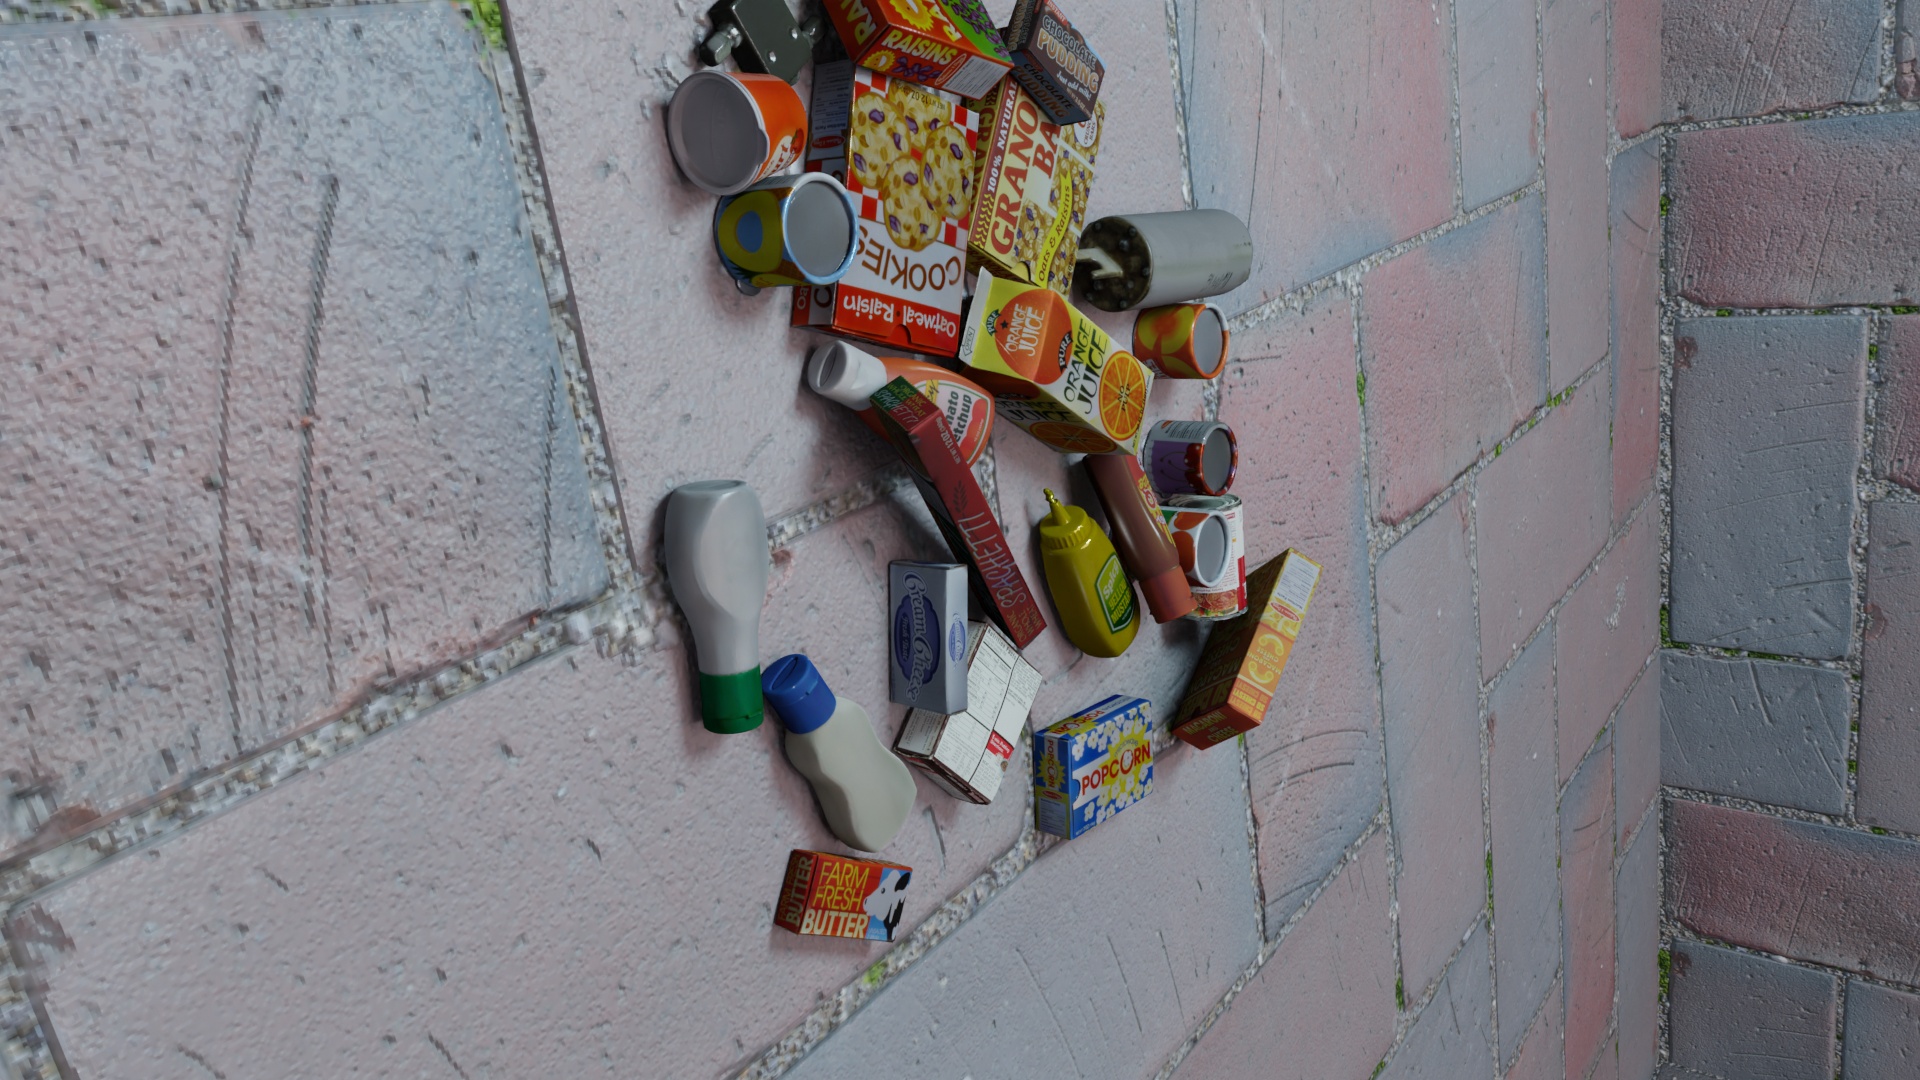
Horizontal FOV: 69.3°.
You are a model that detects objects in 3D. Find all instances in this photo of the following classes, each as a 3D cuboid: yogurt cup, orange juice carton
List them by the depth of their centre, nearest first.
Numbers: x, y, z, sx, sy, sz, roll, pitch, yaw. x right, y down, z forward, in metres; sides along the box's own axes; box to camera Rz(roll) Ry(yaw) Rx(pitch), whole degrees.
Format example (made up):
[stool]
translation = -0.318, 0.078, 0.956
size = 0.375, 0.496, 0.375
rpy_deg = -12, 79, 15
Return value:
[yogurt cup]
translation = -0.124, -0.235, 0.791
size = 0.054, 0.072, 0.072
rpy_deg = -36, 121, -52
[orange juice carton]
translation = 0.061, -0.128, 1.022
size = 0.192, 0.073, 0.072
rpy_deg = 28, 72, -50

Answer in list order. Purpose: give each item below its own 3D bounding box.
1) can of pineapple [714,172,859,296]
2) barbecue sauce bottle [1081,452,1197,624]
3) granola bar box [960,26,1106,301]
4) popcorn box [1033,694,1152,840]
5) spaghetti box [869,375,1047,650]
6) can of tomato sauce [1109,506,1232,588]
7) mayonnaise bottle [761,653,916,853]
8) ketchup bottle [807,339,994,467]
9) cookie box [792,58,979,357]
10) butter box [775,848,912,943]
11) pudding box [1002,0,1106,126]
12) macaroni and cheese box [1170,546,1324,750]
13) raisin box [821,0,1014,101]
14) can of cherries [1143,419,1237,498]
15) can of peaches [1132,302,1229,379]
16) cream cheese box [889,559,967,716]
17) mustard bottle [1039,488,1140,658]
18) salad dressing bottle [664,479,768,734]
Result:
[can of pineapple]
translation = -0.102, -0.182, 0.828
size = 0.071, 0.058, 0.071
rpy_deg = -9, 102, -50
[barbecue sauce bottle]
translation = 0.146, -0.007, 1.121
size = 0.148, 0.043, 0.065
rpy_deg = 67, 16, 2
[granola bar box]
translation = 0.046, -0.270, 1.015
size = 0.124, 0.039, 0.165
rpy_deg = 21, 78, -50
[popcorn box]
translation = 0.112, 0.185, 1.153
size = 0.127, 0.038, 0.085
rpy_deg = -15, 107, -50
[spaghetti box]
translation = 0.003, -0.012, 0.951
size = 0.029, 0.050, 0.249
rpy_deg = -38, 138, -9
[can of tomato sauce]
translation = 0.178, 0.006, 1.177
size = 0.071, 0.083, 0.071
rpy_deg = -8, 100, -50
[mayonnaise bottle]
translation = -0.081, 0.137, 0.907
size = 0.065, 0.041, 0.147
rpy_deg = -54, 131, -34
[ketchup bottle]
translation = -0.039, -0.093, 0.928
size = 0.149, 0.043, 0.064
rpy_deg = 19, 89, -50
[cookie box]
translation = -0.046, -0.211, 0.907
size = 0.123, 0.040, 0.167
rpy_deg = 4, 91, -51
[butter box]
translation = -0.077, 0.240, 0.937
size = 0.103, 0.024, 0.053
rpy_deg = 25, 76, -49
[pudding box]
translation = 0.065, -0.337, 0.975
size = 0.083, 0.030, 0.050
rpy_deg = 33, 68, -47
[macaroni and cheese box]
translation = 0.258, 0.100, 1.264
size = 0.040, 0.123, 0.167
rpy_deg = 30, 65, -4
[raisin box]
translation = -0.032, -0.335, 0.883
size = 0.124, 0.040, 0.086
rpy_deg = -5, 66, -51
[can of cherries]
translation = 0.203, -0.070, 1.217
size = 0.072, 0.058, 0.071
rpy_deg = -8, 100, -50
[can of peaches]
translation = 0.189, -0.168, 1.189
size = 0.071, 0.058, 0.071
rpy_deg = -8, 100, -51
[cream cheese box]
translation = -0.022, 0.066, 0.961
size = 0.024, 0.053, 0.103
rpy_deg = -9, 101, -52
[mustard bottle]
translation = 0.097, 0.022, 1.105
size = 0.065, 0.049, 0.159
rpy_deg = -56, 134, -35
[salad dressing bottle]
translation = -0.140, 0.040, 0.820
size = 0.064, 0.044, 0.147
rpy_deg = -18, 110, -51
